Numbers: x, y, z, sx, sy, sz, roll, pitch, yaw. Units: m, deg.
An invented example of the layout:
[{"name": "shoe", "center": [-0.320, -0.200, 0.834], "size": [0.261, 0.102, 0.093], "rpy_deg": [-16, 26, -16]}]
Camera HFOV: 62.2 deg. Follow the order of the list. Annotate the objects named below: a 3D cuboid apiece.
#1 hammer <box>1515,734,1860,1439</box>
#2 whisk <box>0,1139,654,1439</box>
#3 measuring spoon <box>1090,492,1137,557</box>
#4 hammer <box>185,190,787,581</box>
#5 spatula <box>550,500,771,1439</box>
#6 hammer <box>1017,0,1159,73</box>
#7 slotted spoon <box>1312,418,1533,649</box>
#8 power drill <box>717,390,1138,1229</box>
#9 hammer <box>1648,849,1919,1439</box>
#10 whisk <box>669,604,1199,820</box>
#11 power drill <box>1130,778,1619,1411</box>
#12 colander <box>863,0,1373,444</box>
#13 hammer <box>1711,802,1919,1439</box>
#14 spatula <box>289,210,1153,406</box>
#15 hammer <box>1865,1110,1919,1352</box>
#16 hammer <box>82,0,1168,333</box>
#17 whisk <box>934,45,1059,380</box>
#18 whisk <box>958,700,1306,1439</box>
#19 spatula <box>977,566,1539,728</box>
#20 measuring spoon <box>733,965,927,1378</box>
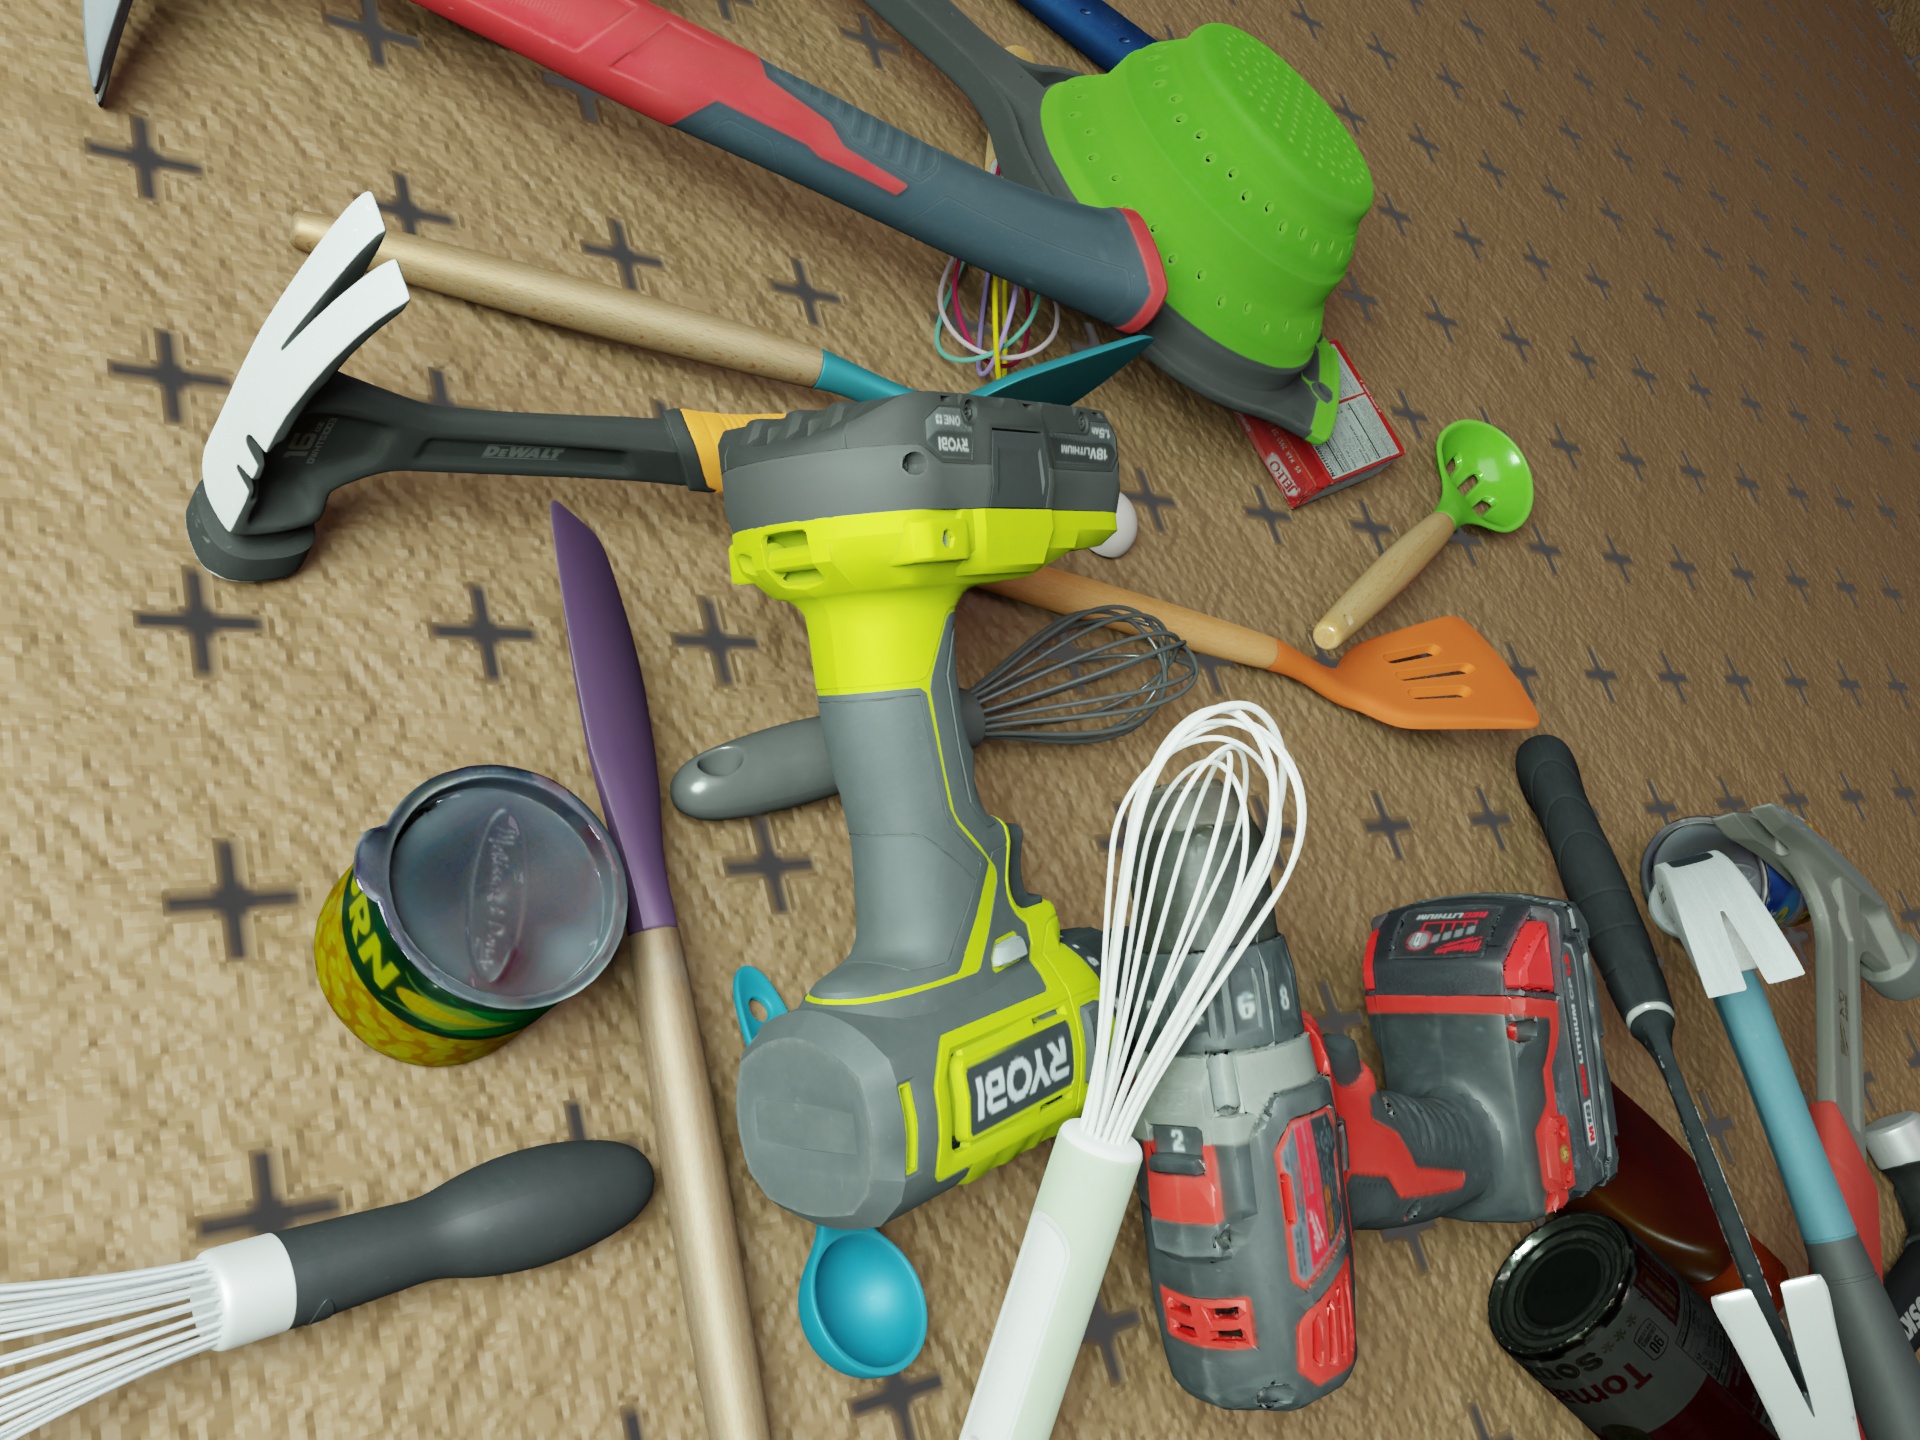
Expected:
[{"name": "hammer", "center": [0.278, 0.129, 0.636], "size": [0.149, 0.036, 0.409], "rpy_deg": [61, 19, -27]}, {"name": "whisk", "center": [-0.186, 0.132, 0.340], "size": [0.284, 0.070, 0.070], "rpy_deg": [-3, 66, -46]}, {"name": "measuring spoon", "center": [0.028, -0.103, 0.676], "size": [0.124, 0.018, 0.034], "rpy_deg": [19, 54, -29]}, {"name": "hammer", "center": [-0.068, -0.095, 0.533], "size": [0.336, 0.127, 0.034], "rpy_deg": [-6, 64, -46]}, {"name": "spatula", "center": [-0.083, 0.086, 0.456], "size": [0.059, 0.018, 0.316], "rpy_deg": [54, 22, -73]}, {"name": "hammer", "center": [0.001, -0.408, 0.828], "size": [0.405, 0.035, 0.144], "rpy_deg": [27, 50, -24]}, {"name": "slotted spoon", "center": [0.235, -0.094, 0.809], "size": [0.070, 0.031, 0.314], "rpy_deg": [53, 38, 1]}, {"name": "power drill", "center": [0.007, 0.021, 0.498], "size": [0.190, 0.080, 0.228], "rpy_deg": [-9, 95, -53]}, {"name": "hammer", "center": [0.332, 0.208, 0.597], "size": [0.128, 0.033, 0.331], "rpy_deg": [32, 42, -66]}, {"name": "whisk", "center": [-0.001, -0.003, 0.576], "size": [0.239, 0.055, 0.055], "rpy_deg": [-16, 75, -39]}, {"name": "power drill", "center": [0.137, 0.108, 0.548], "size": [0.226, 0.080, 0.188], "rpy_deg": [-4, 86, -46]}, {"name": "colander", "center": [0.058, -0.295, 0.710], "size": [0.397, 0.094, 0.205], "rpy_deg": [38, 38, -15]}, {"name": "hammer", "center": [0.375, 0.212, 0.685], "size": [0.149, 0.036, 0.359], "rpy_deg": [36, 53, -21]}, {"name": "spatula", "center": [-0.078, -0.146, 0.591], "size": [0.317, 0.082, 0.044], "rpy_deg": [9, 72, -27]}, {"name": "hammer", "center": [0.415, 0.302, 0.730], "size": [0.334, 0.035, 0.146], "rpy_deg": [-12, 72, -42]}, {"name": "hammer", "center": [-0.093, -0.210, 0.567], "size": [0.386, 0.038, 0.143], "rpy_deg": [18, 91, -27]}, {"name": "whisk", "center": [0.020, -0.242, 0.746], "size": [0.047, 0.051, 0.245], "rpy_deg": [44, 37, -39]}, {"name": "whisk", "center": [0.042, 0.112, 0.449], "size": [0.059, 0.058, 0.246], "rpy_deg": [12, 98, -41]}, {"name": "spatula", "center": [0.122, -0.042, 0.699], "size": [0.322, 0.041, 0.081], "rpy_deg": [13, 37, -31]}, {"name": "measuring spoon", "center": [-0.048, 0.135, 0.477], "size": [0.042, 0.021, 0.129], "rpy_deg": [5, 52, -47]}]
